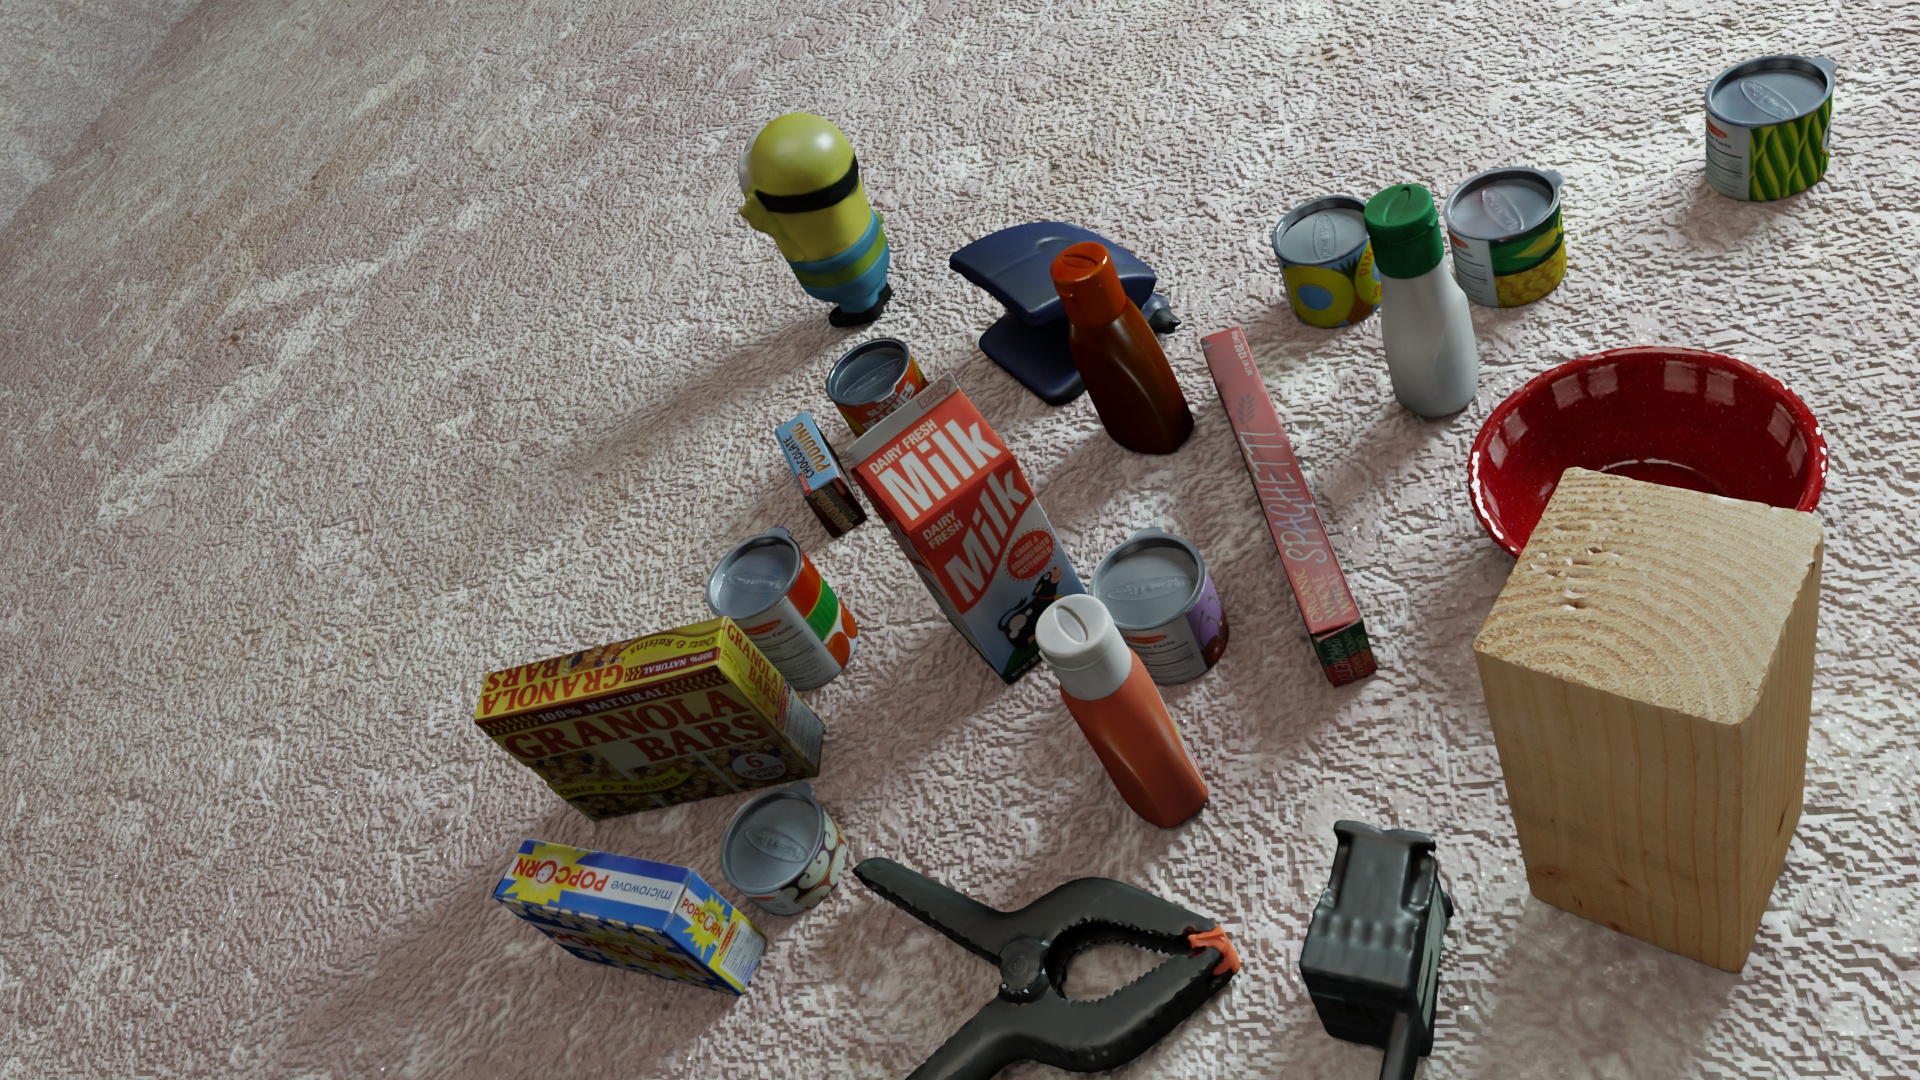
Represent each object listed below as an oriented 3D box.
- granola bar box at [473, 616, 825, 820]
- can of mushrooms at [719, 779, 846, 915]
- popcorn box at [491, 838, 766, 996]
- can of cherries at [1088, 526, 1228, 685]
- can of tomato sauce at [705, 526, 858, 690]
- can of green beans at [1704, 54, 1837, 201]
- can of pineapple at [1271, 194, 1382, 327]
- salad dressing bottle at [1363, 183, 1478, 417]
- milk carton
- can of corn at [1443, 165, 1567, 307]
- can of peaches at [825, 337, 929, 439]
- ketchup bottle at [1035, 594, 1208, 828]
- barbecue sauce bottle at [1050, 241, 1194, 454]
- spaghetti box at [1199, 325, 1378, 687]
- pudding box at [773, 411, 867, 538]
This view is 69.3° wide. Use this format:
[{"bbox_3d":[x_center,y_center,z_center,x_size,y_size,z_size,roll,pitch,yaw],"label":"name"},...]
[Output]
[{"bbox_3d":[-0.183,0.111,0.829,0.165,0.123,0.039,-14,47,18],"label":"granola bar box"},{"bbox_3d":[-0.099,0.175,0.791,0.071,0.033,0.071,-15,46,17],"label":"can of mushrooms"},{"bbox_3d":[-0.182,0.209,0.770,0.126,0.085,0.038,1,53,30],"label":"popcorn box"},{"bbox_3d":[0.113,0.037,0.780,0.071,0.058,0.072,-15,46,17],"label":"can of cherries"},{"bbox_3d":[-0.111,0.044,0.878,0.071,0.082,0.071,-15,46,17],"label":"can of tomato sauce"},{"bbox_3d":[0.481,-0.245,0.828,0.071,0.057,0.071,-15,46,17],"label":"can of green beans"},{"bbox_3d":[0.243,-0.181,0.902,0.071,0.057,0.071,-15,46,17],"label":"can of pineapple"},{"bbox_3d":[0.260,-0.134,0.786,0.044,0.147,0.064,14,60,37],"label":"salad dressing bottle"},{"bbox_3d":[0.003,-0.010,0.786,0.072,0.189,0.073,-39,44,-6],"label":"milk carton"},{"bbox_3d":[0.338,-0.187,0.855,0.071,0.058,0.071,-15,46,17],"label":"can of corn"},{"bbox_3d":[-0.054,-0.101,0.993,0.071,0.058,0.071,-15,46,17],"label":"can of peaches"},{"bbox_3d":[0.079,0.084,0.692,0.043,0.148,0.065,-35,44,-3],"label":"ketchup bottle"},{"bbox_3d":[0.097,-0.117,0.860,0.065,0.148,0.044,25,67,41],"label":"barbecue sauce bottle"},{"bbox_3d":[0.186,-0.028,0.803,0.028,0.050,0.251,-21,45,12],"label":"spaghetti box"},{"bbox_3d":[-0.099,-0.047,0.976,0.030,0.049,0.084,-31,44,1],"label":"pudding box"}]
